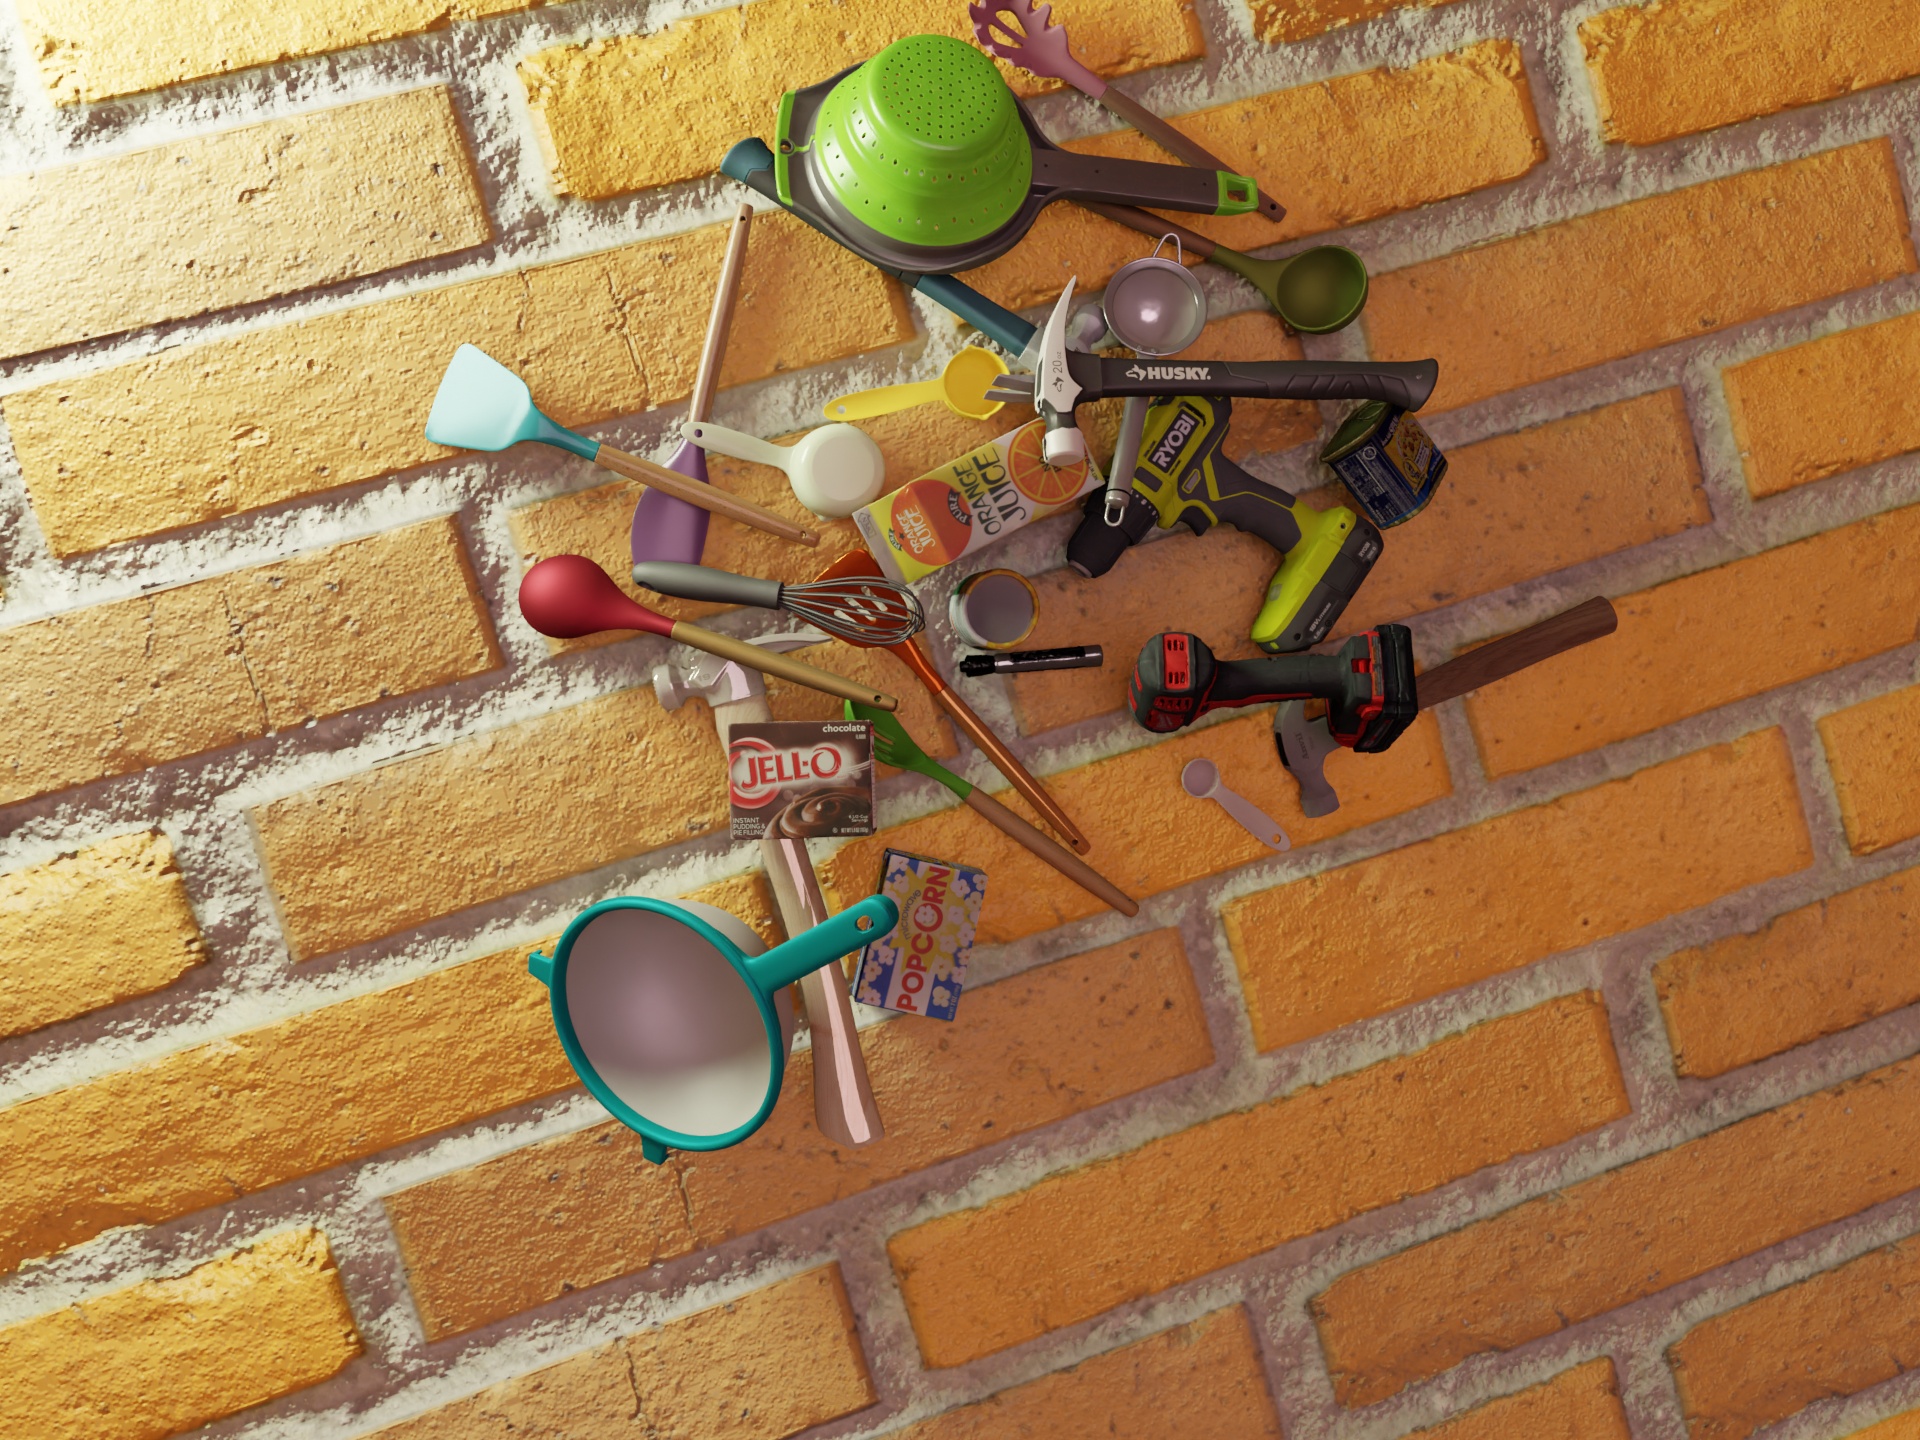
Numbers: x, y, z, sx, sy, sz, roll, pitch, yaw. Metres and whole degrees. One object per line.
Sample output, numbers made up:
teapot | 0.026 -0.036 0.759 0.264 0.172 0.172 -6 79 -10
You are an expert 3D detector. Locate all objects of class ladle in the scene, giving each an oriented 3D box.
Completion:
ladle | 0.190 -0.405 1.325 0.320 0.062 0.078 20 86 -8
ladle | -0.199 -0.061 1.237 0.315 0.031 0.069 19 82 3

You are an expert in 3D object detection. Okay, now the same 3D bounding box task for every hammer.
hammer | 0.426 -0.037 1.391 0.331 0.031 0.130 -22 96 -9
hammer | -0.121 0.135 1.265 0.146 0.038 0.410 -16 90 1
hammer | 0.223 -0.278 1.271 0.334 0.035 0.146 -2 80 -10
hammer | -0.041 -0.367 1.281 0.331 0.033 0.128 32 59 -5

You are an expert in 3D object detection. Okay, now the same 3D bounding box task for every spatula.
spatula | -0.208 -0.260 1.274 0.059 0.018 0.316 13 90 -9
spatula | -0.260 -0.201 1.253 0.317 0.044 0.082 22 89 -10
spatula | -0.002 -0.004 1.307 0.081 0.041 0.322 -40 100 16

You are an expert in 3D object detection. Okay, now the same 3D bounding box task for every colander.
colander | 0.057 -0.455 1.248 0.397 0.094 0.205 3 72 -10

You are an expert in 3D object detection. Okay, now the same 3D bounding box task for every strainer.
strainer | 0.145 -0.274 1.294 0.087 0.050 0.258 13 73 -2
strainer | -0.159 0.191 1.198 0.340 0.095 0.211 -30 92 30

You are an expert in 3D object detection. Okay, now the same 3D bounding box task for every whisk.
whisk | -0.143 -0.098 1.246 0.239 0.055 0.055 9 90 6

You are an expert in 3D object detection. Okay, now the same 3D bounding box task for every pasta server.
pasta server | 0.143 -0.507 1.322 0.316 0.040 0.060 31 95 -11

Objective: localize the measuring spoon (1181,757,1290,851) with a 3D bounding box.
measuring spoon | 0.237 0.075 1.370 0.124 0.018 0.034 38 83 -16

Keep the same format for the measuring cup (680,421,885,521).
measuring cup | -0.140 -0.212 1.270 0.167 0.038 0.083 13 90 -17

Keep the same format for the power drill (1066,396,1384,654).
power drill | 0.216 -0.155 1.327 0.228 0.080 0.190 35 84 -7

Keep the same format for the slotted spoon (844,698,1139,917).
slotted spoon | 0.026 0.075 1.315 0.313 0.070 0.031 36 117 -14

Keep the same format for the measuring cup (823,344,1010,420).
measuring cup | -0.036 -0.265 1.302 0.156 0.029 0.062 -12 94 -7

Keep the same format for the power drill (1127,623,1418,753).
power drill | 0.246 -0.023 1.289 0.219 0.143 0.079 0 72 -1
